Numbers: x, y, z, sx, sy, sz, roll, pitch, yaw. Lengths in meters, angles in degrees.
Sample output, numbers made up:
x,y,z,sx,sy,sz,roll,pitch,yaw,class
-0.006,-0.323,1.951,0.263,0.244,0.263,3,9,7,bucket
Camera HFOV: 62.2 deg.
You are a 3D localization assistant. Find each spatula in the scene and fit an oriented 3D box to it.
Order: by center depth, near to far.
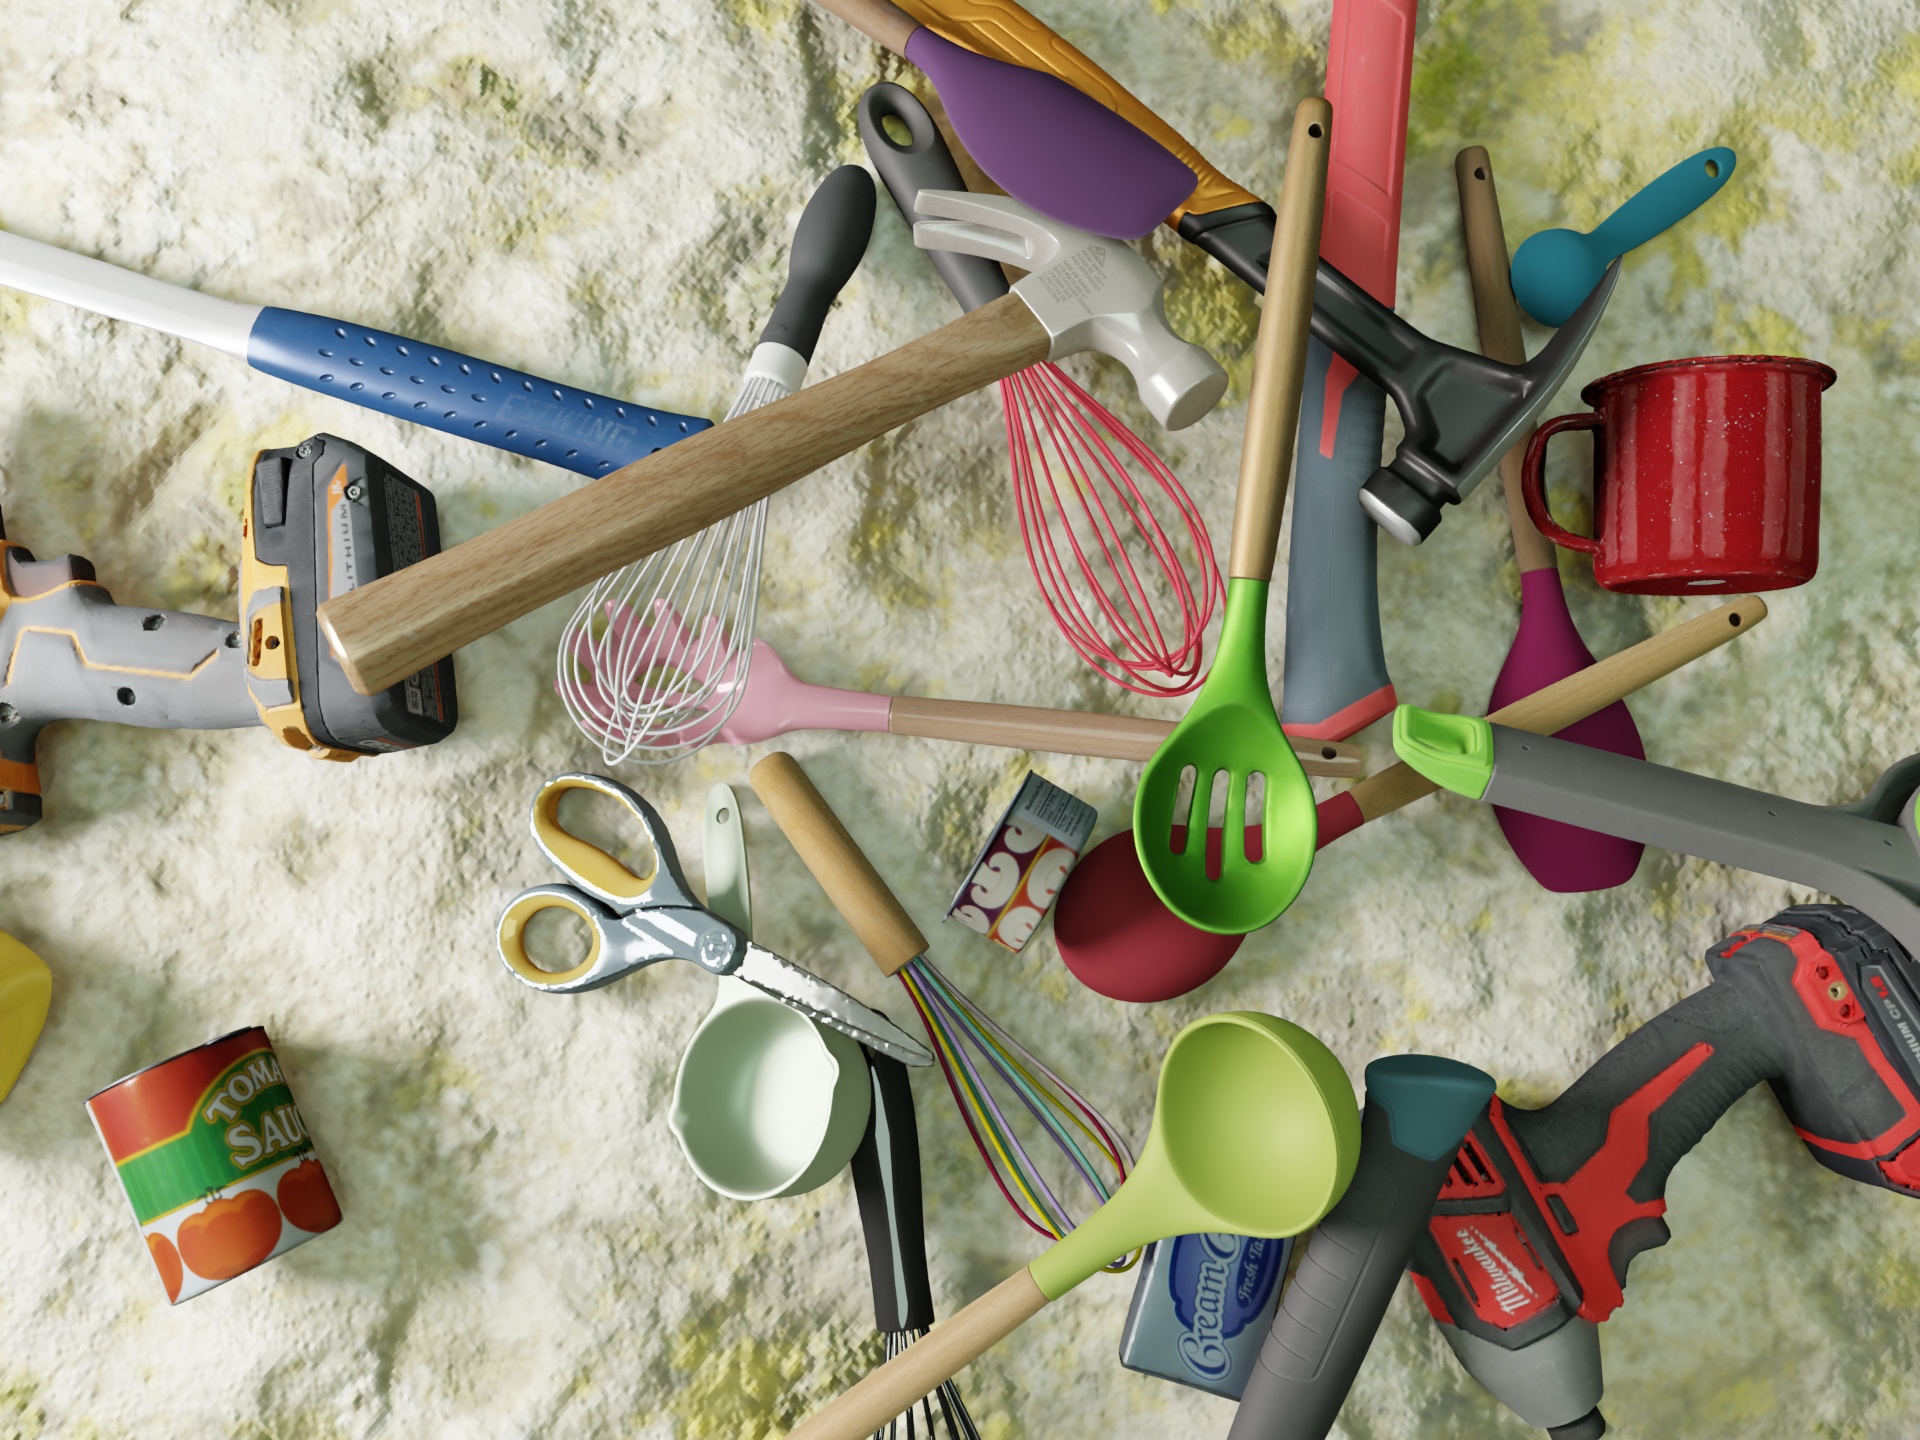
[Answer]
x,y,z,sx,sy,sz,roll,pitch,yaw,class
-0.038,-0.289,0.653,0.316,0.018,0.060,40,72,16,spatula

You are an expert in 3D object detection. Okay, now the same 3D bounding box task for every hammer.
x,y,z,sx,sy,sz,roll,pitch,yaw,class
-0.070,-0.101,0.574,0.331,0.031,0.130,-29,70,-18,hammer
0.109,0.272,0.582,0.128,0.033,0.331,22,96,1,hammer
0.095,-0.221,0.641,0.337,0.034,0.127,42,96,14,hammer
-0.299,-0.168,0.658,0.405,0.035,0.144,17,84,1,hammer
0.147,-0.181,0.663,0.143,0.038,0.386,5,85,9,hammer

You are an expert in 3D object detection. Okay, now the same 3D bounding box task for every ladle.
x,y,z,sx,sy,sz,roll,pitch,yaw,class
0.003,0.213,0.561,0.320,0.062,0.078,-37,63,5,ladle
0.182,0.025,0.637,0.315,0.031,0.069,-27,85,-1,ladle

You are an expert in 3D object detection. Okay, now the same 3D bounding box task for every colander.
x,y,z,sx,sy,sz,roll,pitch,yaw,class
0.360,0.028,0.564,0.397,0.205,0.094,15,126,5,colander

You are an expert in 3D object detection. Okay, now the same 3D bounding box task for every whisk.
x,y,z,sx,sy,sz,roll,pitch,yaw,class
-0.019,0.231,0.611,0.055,0.055,0.239,-8,79,-2,whisk
-0.083,-0.110,0.623,0.070,0.070,0.285,17,68,1,whisk
-0.006,0.113,0.632,0.047,0.051,0.245,-33,80,-25,whisk
0.027,-0.141,0.652,0.073,0.073,0.296,-25,78,-4,whisk

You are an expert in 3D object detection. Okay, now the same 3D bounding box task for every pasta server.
x,y,z,sx,sy,sz,roll,pitch,yaw,class
-0.001,-0.002,0.628,0.316,0.040,0.060,6,72,6,pasta server

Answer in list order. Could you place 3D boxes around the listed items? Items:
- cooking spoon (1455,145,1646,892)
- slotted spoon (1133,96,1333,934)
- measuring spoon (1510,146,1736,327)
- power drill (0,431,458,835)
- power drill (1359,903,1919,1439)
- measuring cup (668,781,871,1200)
x,y,z,sx,sy,sz,roll,pitch,yaw,class
0.238,-0.088,0.666,0.068,0.017,0.319,-7,84,-3,cooking spoon
0.114,-0.077,0.597,0.070,0.031,0.314,8,89,-3,slotted spoon
0.288,-0.211,0.672,0.128,0.021,0.042,-36,95,-12,measuring spoon
-0.326,-0.056,0.625,0.226,0.084,0.185,-9,83,3,power drill
0.274,0.173,0.610,0.219,0.078,0.143,-27,83,-1,power drill
-0.077,0.105,0.630,0.083,0.038,0.168,-23,63,25,measuring cup
